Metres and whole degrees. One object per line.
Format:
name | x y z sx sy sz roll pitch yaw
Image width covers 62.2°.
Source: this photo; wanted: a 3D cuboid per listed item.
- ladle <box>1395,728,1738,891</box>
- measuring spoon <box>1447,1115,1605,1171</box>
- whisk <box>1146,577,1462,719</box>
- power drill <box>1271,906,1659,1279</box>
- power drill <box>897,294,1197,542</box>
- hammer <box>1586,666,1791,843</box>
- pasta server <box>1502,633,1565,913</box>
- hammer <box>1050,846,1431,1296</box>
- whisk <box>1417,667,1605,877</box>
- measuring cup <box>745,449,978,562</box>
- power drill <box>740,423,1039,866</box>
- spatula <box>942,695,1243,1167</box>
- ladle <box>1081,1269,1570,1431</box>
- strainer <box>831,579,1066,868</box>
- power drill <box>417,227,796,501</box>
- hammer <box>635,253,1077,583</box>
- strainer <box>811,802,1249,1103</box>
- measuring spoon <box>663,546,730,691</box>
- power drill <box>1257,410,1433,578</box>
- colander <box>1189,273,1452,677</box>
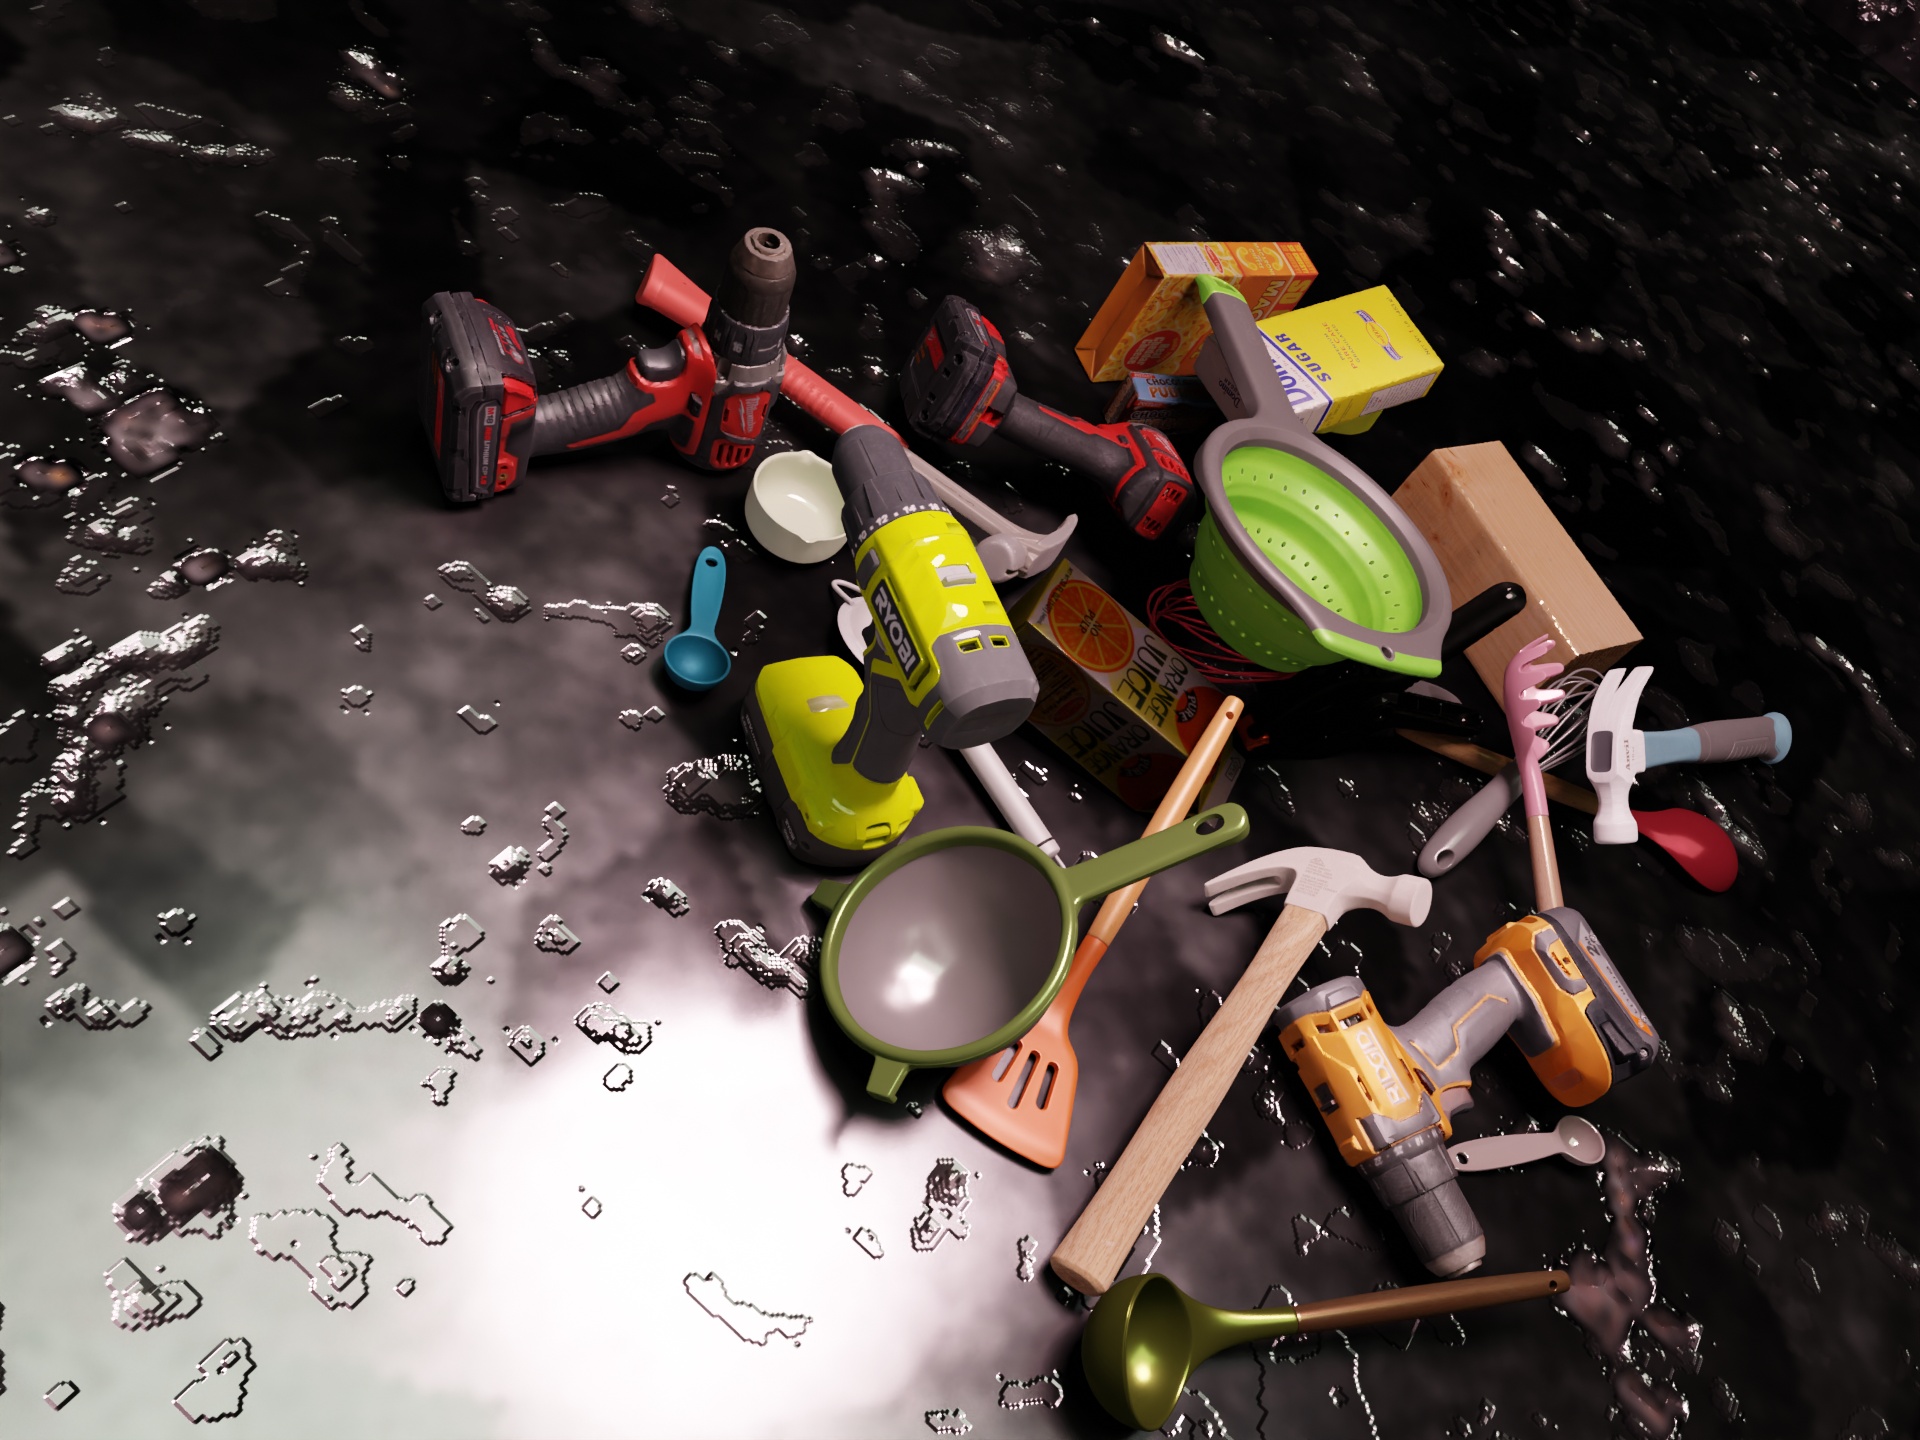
ladle | 0.478 0.059 1.237 0.315 0.031 0.069 21 50 -10
measuring spoon | 0.364 0.282 1.037 0.124 0.018 0.034 -2 50 -19
whisk | 0.260 -0.041 1.182 0.295 0.073 0.073 16 52 -24
power drill | 0.331 0.229 1.006 0.226 0.084 0.185 -16 65 -24
power drill | 0.068 -0.220 1.179 0.219 0.078 0.143 24 26 -22
hammer | 0.583 0.020 1.262 0.331 0.033 0.128 -3 89 -43
pasta server | 0.420 0.094 1.125 0.060 0.040 0.316 22 61 -55
hammer | 0.153 0.197 0.948 0.130 0.031 0.331 14 49 38
whisk | 0.414 0.039 1.185 0.239 0.055 0.055 -39 80 -25
measuring cup | -0.069 -0.132 1.097 0.167 0.038 0.083 13 52 -23
power drill | -0.052 -0.036 0.909 0.080 0.228 0.191 -10 63 -31
spatula | 0.098 0.113 0.967 0.081 0.041 0.323 33 71 -2
ladle | 0.213 0.331 0.878 0.320 0.062 0.078 0 83 -20
strainer | -0.002 -0.003 1.038 0.087 0.050 0.258 -18 70 -50
power drill | -0.213 -0.224 0.994 0.226 0.187 0.080 -12 63 -27
hammer | -0.080 -0.219 1.134 0.359 0.036 0.149 37 25 8
strainer | 0.048 0.118 0.906 0.256 0.069 0.152 -23 48 1
measuring spoon | -0.166 -0.064 1.017 0.042 0.021 0.129 15 44 -15
power drill | 0.293 -0.209 1.290 0.171 0.080 0.223 10 56 -8
colander | 0.211 -0.165 1.131 0.204 0.094 0.398 12 47 -29
